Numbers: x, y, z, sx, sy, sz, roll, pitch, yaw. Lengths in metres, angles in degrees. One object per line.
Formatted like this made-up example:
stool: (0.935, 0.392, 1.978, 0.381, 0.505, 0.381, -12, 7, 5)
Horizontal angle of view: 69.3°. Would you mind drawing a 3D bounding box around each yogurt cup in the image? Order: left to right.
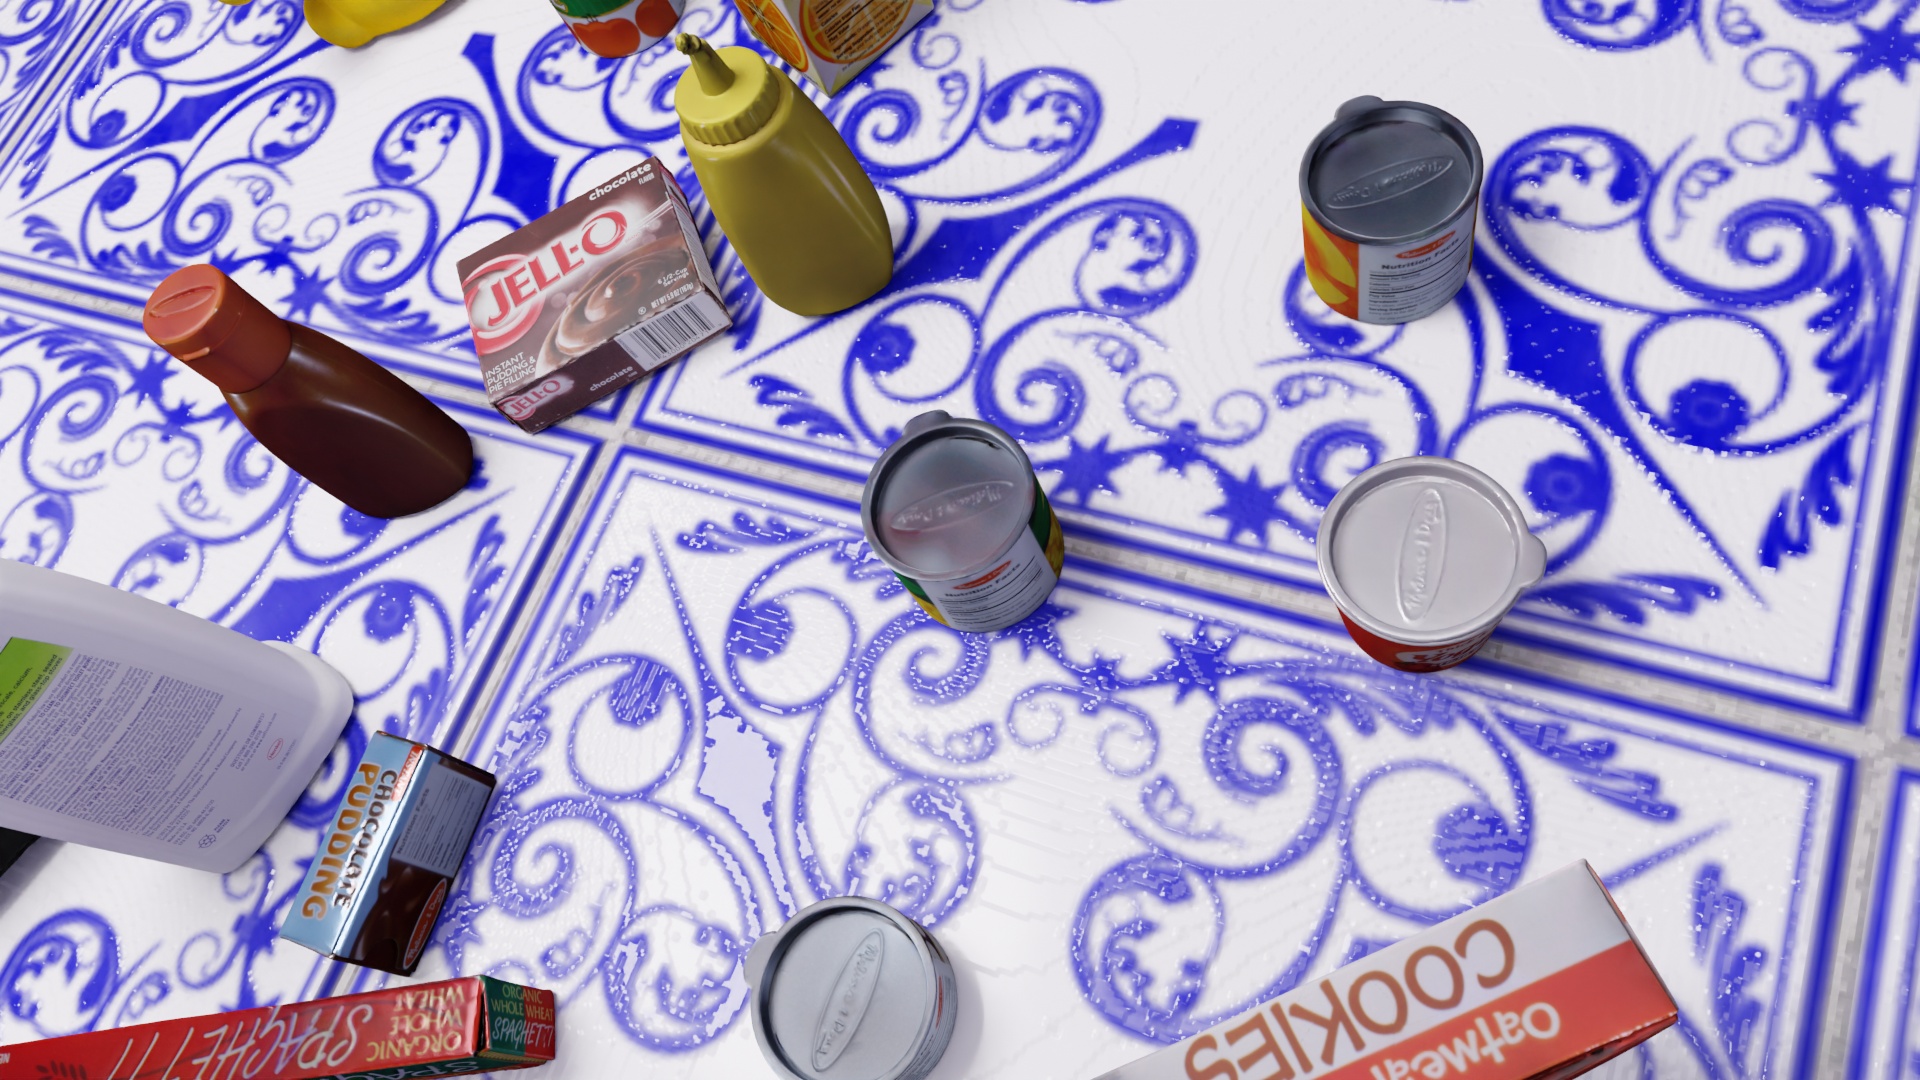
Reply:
yogurt cup: (0.159, 0.012, 0.480, 0.072, 0.053, 0.072, -6, 64, 14)

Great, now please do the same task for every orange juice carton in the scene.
orange juice carton: (-0.084, -0.299, 0.617, 0.073, 0.192, 0.072, -42, 62, -5)

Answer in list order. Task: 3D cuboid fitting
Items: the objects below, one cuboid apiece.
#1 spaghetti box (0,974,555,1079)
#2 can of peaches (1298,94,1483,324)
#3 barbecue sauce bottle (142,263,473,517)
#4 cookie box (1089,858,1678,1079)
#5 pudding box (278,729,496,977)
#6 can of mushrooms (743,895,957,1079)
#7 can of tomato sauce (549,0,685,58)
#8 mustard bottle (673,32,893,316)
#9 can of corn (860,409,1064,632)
spaghetti box: (-0.275, 0.196, 0.523, 0.250, 0.050, 0.029, -11, 64, 11)
can of peaches: (0.166, -0.128, 0.540, 0.071, 0.058, 0.071, -6, 64, 14)
barbecue sauce bottle: (-0.273, -0.059, 0.585, 0.065, 0.148, 0.044, -16, 63, 9)
cookie box: (0.110, 0.143, 0.368, 0.123, 0.167, 0.040, -26, 62, 4)
pudding box: (-0.221, 0.122, 0.542, 0.030, 0.049, 0.084, 11, 69, 21)
can of mushrooms: (-0.038, 0.158, 0.481, 0.071, 0.033, 0.071, -6, 64, 14)
can of tomato sauce: (-0.189, -0.299, 0.710, 0.071, 0.083, 0.071, -6, 65, 14)
mustard bottle: (-0.076, -0.153, 0.564, 0.065, 0.159, 0.049, -19, 62, 7)
can of corn: (0.002, -0.007, 0.532, 0.071, 0.058, 0.071, -6, 64, 14)
